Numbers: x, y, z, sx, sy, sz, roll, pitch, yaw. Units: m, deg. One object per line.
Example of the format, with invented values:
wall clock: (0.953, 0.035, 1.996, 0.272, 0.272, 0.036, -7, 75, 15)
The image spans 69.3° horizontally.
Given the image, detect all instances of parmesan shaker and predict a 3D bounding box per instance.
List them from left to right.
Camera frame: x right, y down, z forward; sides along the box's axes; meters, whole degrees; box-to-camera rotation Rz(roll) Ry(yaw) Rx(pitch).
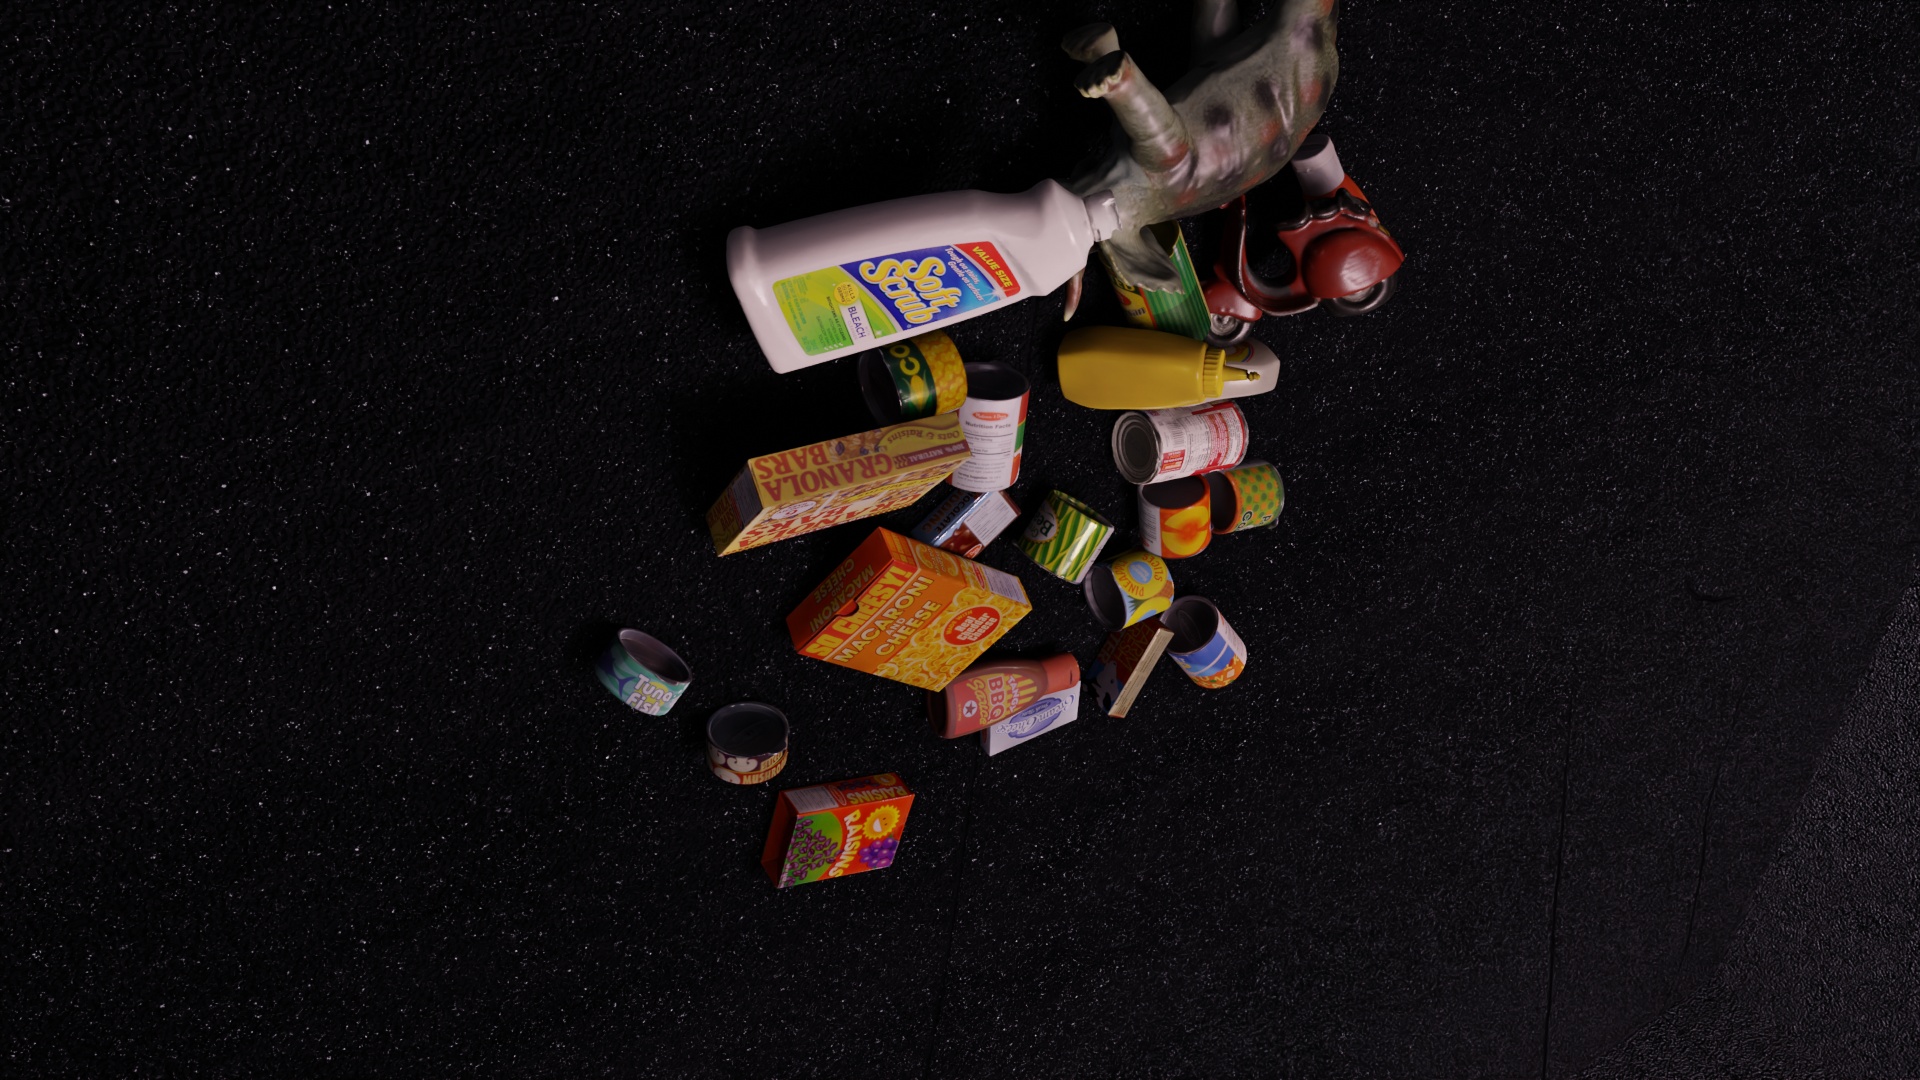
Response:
parmesan shaker: (0.159, -0.202, 1.115, 0.071, 0.071, 0.102, -40, 136, -7)

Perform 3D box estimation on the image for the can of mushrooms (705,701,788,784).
can of mushrooms: (-0.171, 0.165, 1.125, 0.071, 0.071, 0.033, -14, 129, -29)

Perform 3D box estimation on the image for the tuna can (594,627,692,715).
tuna can: (-0.235, 0.099, 1.030, 0.071, 0.071, 0.033, 29, 101, -45)

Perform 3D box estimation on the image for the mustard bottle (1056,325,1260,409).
mustard bottle: (0.159, -0.136, 1.109, 0.065, 0.160, 0.049, 77, 27, -45)

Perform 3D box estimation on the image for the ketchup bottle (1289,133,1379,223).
ketchup bottle: (0.324, -0.279, 1.196, 0.044, 0.065, 0.148, -54, 131, -21)

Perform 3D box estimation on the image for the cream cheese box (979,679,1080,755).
cream cheese box: (0.066, 0.164, 1.337, 0.104, 0.024, 0.053, -19, 131, -25)

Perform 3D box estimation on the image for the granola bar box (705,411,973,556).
granola bar box: (-0.091, -0.042, 1.014, 0.166, 0.039, 0.123, -16, 171, -28)

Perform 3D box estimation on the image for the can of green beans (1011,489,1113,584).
can of green beans: (0.091, -0.004, 1.208, 0.071, 0.071, 0.057, 21, 105, -44)

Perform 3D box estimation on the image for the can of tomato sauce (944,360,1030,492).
can of tomato sauce: (0.018, -0.090, 1.094, 0.071, 0.071, 0.082, -15, 128, -29)

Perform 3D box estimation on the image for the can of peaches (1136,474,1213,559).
can of peaches: (0.198, -0.027, 1.271, 0.071, 0.071, 0.057, -27, 132, -19)

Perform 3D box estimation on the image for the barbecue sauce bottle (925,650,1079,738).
barbecue sauce bottle: (0.040, 0.135, 1.282, 0.149, 0.044, 0.064, -12, 111, -31)

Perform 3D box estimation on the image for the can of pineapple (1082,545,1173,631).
can of pineapple: (0.156, 0.043, 1.288, 0.058, 0.071, 0.070, -21, 130, -25)

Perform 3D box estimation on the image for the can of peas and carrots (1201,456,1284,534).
can of peas and carrots: (0.261, -0.040, 1.308, 0.059, 0.071, 0.070, -11, 125, -30)

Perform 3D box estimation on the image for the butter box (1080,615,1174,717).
butter box: (0.162, 0.116, 1.355, 0.024, 0.053, 0.103, 17, 108, -40)

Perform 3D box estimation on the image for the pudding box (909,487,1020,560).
pudding box: (0.004, -0.015, 1.160, 0.084, 0.030, 0.049, -44, 137, -3)

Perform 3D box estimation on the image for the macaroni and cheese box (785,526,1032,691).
macaroni and cheese box: (-0.040, 0.061, 1.147, 0.166, 0.040, 0.123, 21, 125, -44)

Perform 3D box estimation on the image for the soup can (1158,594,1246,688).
soup can: (0.240, 0.104, 1.397, 0.071, 0.071, 0.083, -46, 136, -1)

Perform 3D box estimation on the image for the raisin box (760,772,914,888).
raisin box: (-0.111, 0.262, 1.261, 0.124, 0.040, 0.085, -2, 120, -37)

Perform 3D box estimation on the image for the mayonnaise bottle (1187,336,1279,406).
mayonnaise bottle: (0.200, -0.143, 1.197, 0.148, 0.065, 0.041, -13, 128, -26)

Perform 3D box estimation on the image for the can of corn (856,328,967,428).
can of corn: (-0.036, -0.121, 1.029, 0.058, 0.071, 0.070, -22, 131, -24)
